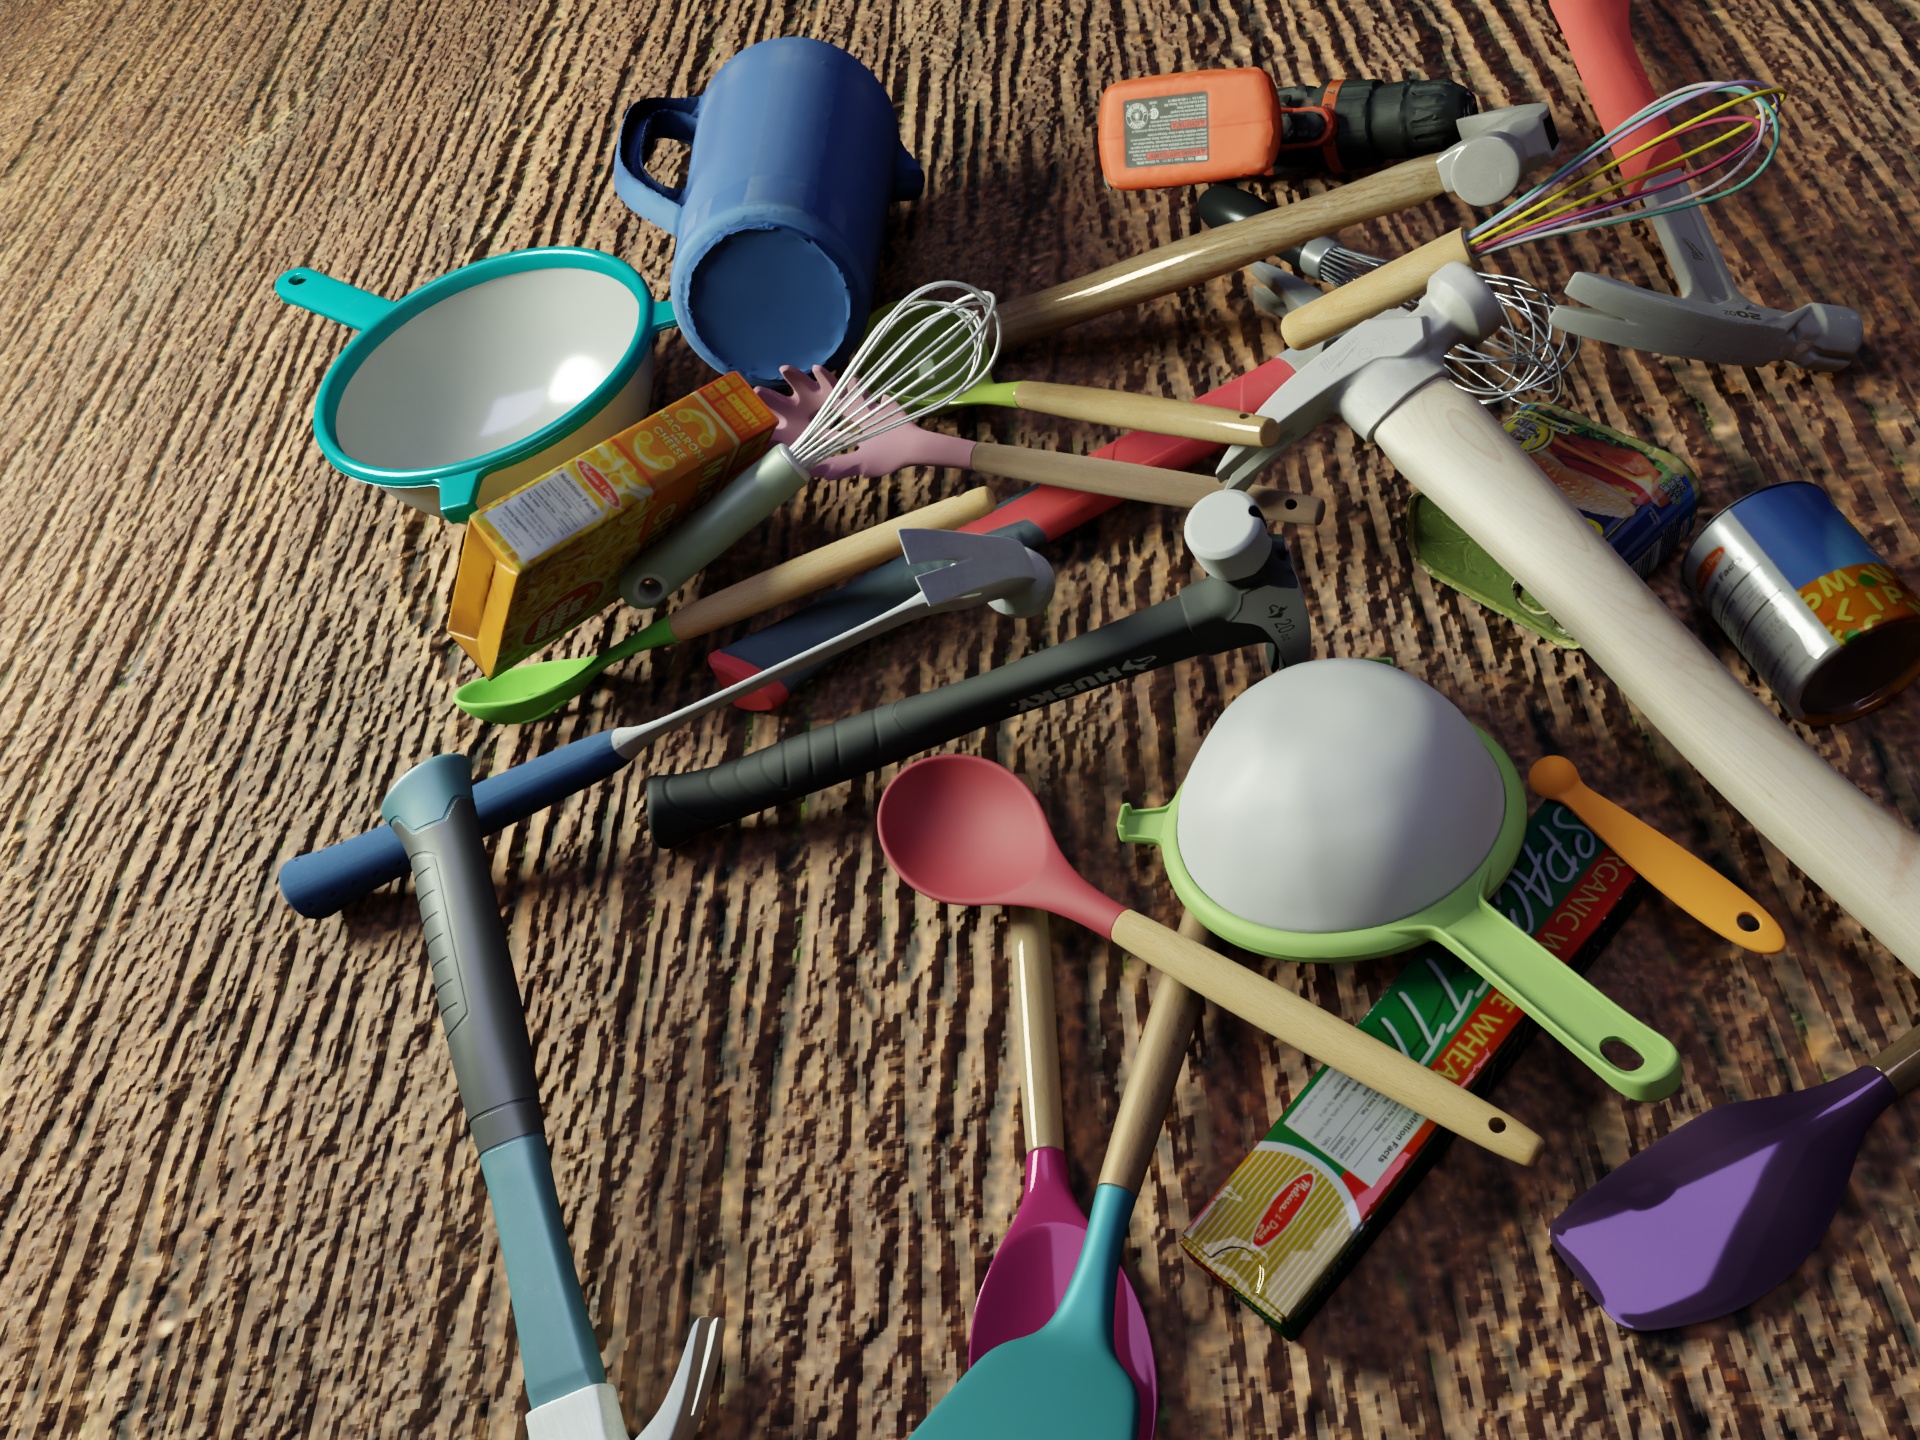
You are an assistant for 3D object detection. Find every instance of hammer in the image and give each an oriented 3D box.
[{"bbox_3d":[0.149,-0.254,0.843,0.331,0.031,0.130,-9,22,38],"label":"hammer"},{"bbox_3d":[-0.153,0.006,0.752,0.405,0.144,0.035,-24,83,14],"label":"hammer"},{"bbox_3d":[0.272,-0.017,0.636,0.146,0.038,0.411,-38,60,5],"label":"hammer"},{"bbox_3d":[0.364,-0.318,0.869,0.149,0.036,0.359,8,50,-6],"label":"hammer"},{"bbox_3d":[-0.190,0.163,0.657,0.128,0.033,0.331,-22,66,1],"label":"hammer"},{"bbox_3d":[0.039,-0.120,0.846,0.386,0.038,0.143,-28,49,-4],"label":"hammer"},{"bbox_3d":[-0.001,-0.002,0.733,0.335,0.146,0.035,-20,60,18],"label":"hammer"}]

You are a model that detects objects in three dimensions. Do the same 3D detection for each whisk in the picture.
[{"bbox_3d":[0.221,-0.241,0.871,0.070,0.070,0.285,-35,46,-9],"label":"whisk"},{"bbox_3d":[0.267,-0.235,0.761,0.245,0.051,0.047,-21,23,35],"label":"whisk"},{"bbox_3d":[-0.079,-0.137,0.812,0.246,0.057,0.059,-38,32,9],"label":"whisk"}]

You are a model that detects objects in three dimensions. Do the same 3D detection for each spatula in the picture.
[{"bbox_3d":[0.068,0.153,0.611,0.082,0.044,0.318,6,51,24],"label":"spatula"},{"bbox_3d":[0.354,0.118,0.574,0.316,0.018,0.060,-32,56,-6],"label":"spatula"}]

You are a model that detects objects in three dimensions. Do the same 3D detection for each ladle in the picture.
[{"bbox_3d":[0.045,-0.176,0.816,0.078,0.062,0.320,-32,30,-22],"label":"ladle"},{"bbox_3d":[0.085,0.092,0.637,0.316,0.031,0.069,26,71,38],"label":"ladle"}]

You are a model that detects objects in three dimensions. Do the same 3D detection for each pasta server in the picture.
[{"bbox_3d":[0.029,-0.132,0.809,0.316,0.040,0.060,14,91,27],"label":"pasta server"}]

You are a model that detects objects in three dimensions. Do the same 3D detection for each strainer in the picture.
[{"bbox_3d":[0.173,0.046,0.613,0.151,0.069,0.257,-30,37,-10],"label":"strainer"},{"bbox_3d":[-0.317,-0.209,0.995,0.341,0.095,0.211,26,63,35],"label":"strainer"}]

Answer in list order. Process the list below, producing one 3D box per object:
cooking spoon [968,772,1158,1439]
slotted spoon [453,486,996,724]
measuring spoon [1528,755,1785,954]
[{"bbox_3d":[0.034,0.153,0.651,0.068,0.017,0.319,-2,52,-1],"label":"cooking spoon"},{"bbox_3d":[-0.124,-0.056,0.815,0.314,0.031,0.070,-20,16,18],"label":"slotted spoon"},{"bbox_3d":[0.269,0.050,0.619,0.021,0.011,0.117,-36,53,-12],"label":"measuring spoon"}]
